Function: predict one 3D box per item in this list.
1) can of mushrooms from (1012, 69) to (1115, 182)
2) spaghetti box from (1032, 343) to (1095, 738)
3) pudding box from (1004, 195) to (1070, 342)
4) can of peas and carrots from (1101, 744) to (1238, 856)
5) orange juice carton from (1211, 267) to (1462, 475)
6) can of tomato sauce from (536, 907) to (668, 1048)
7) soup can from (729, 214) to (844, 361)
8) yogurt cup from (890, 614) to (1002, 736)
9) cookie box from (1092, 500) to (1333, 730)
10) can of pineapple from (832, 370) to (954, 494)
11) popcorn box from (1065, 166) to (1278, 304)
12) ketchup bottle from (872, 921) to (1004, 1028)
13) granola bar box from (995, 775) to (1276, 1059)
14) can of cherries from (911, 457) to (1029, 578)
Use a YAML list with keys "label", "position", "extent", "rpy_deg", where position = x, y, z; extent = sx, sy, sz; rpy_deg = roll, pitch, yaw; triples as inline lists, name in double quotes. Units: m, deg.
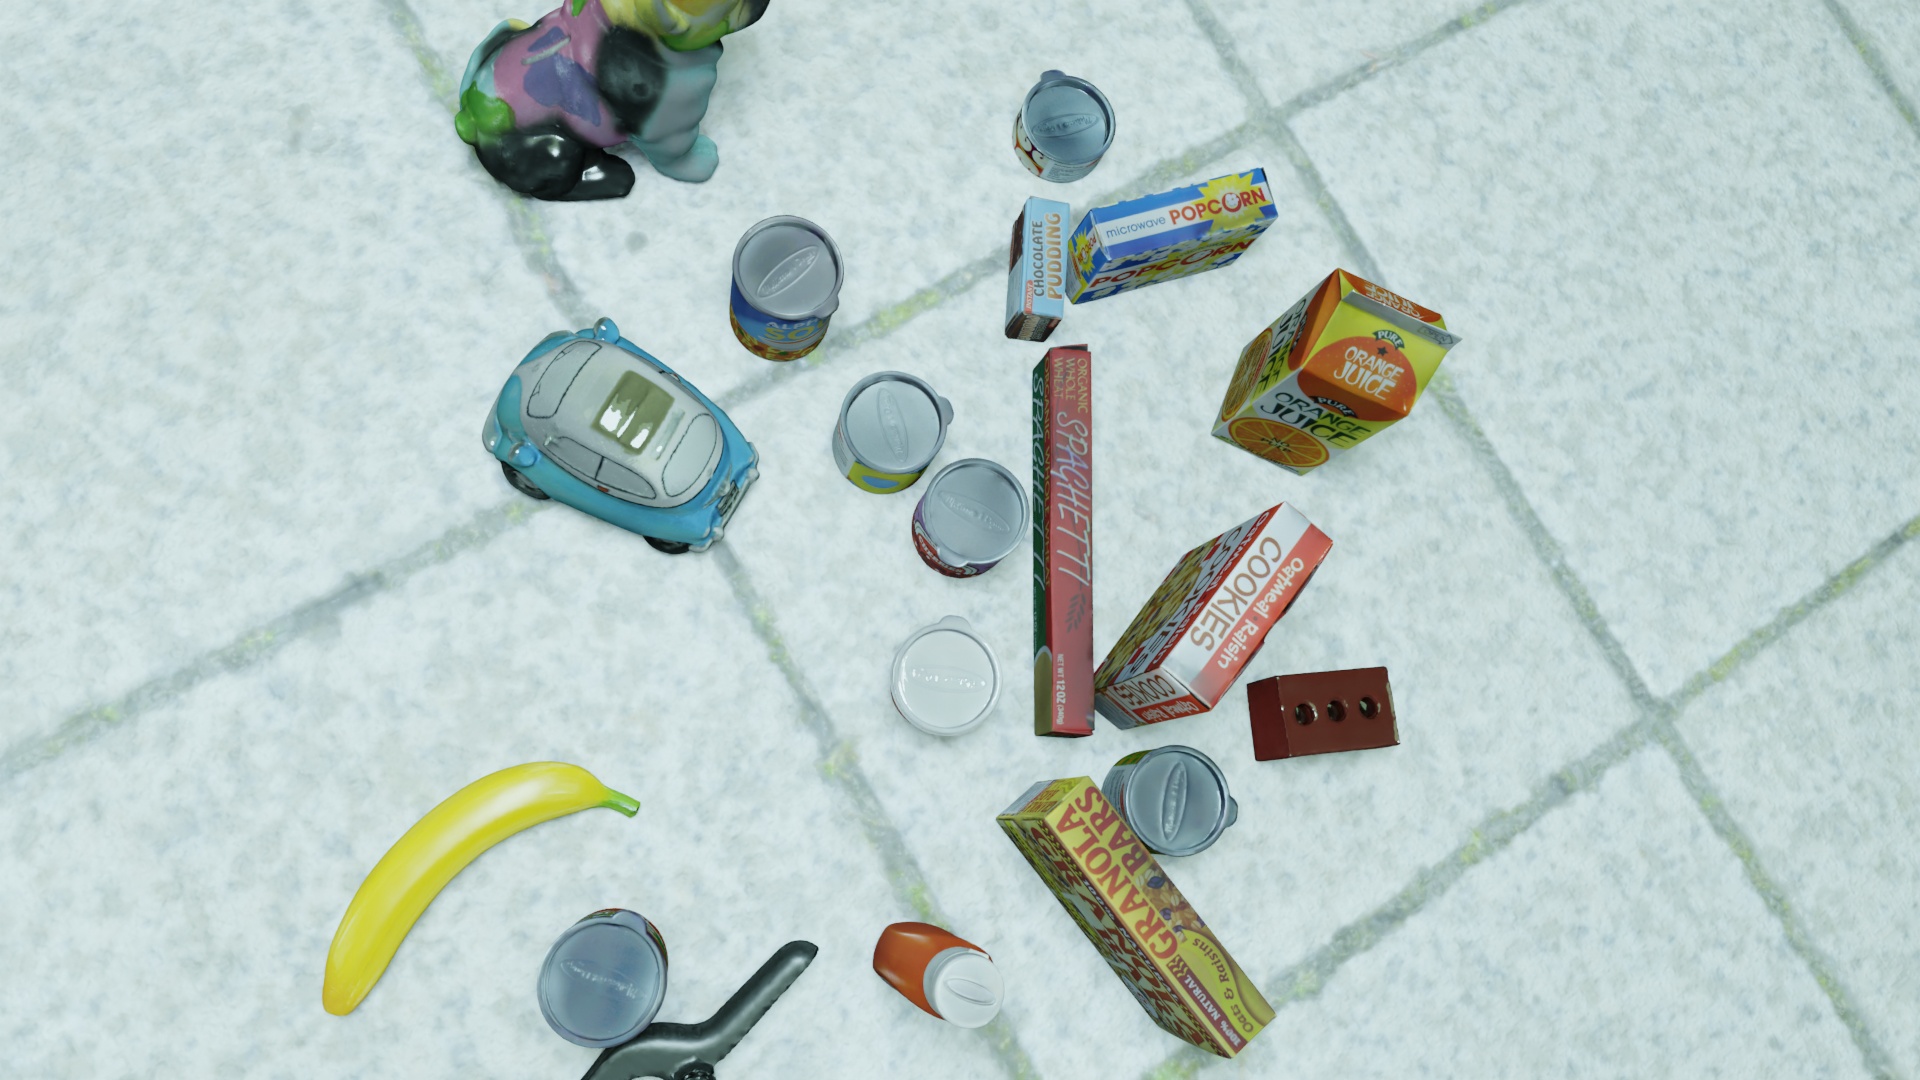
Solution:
- label: "can of mushrooms"
  position: [0.070, -0.284, 0.955]
  extent: [0.071, 0.033, 0.071]
  rpy_deg: [2, 78, -11]
- label: "spaghetti box"
  position: [0.065, 0.000, 0.885]
  extent: [0.029, 0.050, 0.250]
  rpy_deg: [3, 78, -10]
- label: "pudding box"
  position: [0.051, -0.179, 0.921]
  extent: [0.030, 0.049, 0.084]
  rpy_deg: [6, 77, -10]
- label: "can of peas and carrots"
  position: [0.128, 0.161, 0.858]
  extent: [0.071, 0.058, 0.071]
  rpy_deg: [2, 78, -11]
- label: "orange juice carton"
  position: [0.232, -0.107, 0.866]
  extent: [0.072, 0.192, 0.073]
  rpy_deg: [24, 75, -5]
- label: "can of tomato sauce"
  position: [-0.195, 0.237, 0.766]
  extent: [0.071, 0.083, 0.071]
  rpy_deg: [2, 78, -11]
- label: "soup can"
  position: [-0.108, -0.153, 0.866]
  extent: [0.071, 0.083, 0.071]
  rpy_deg: [2, 78, -11]
- label: "yogurt cup"
  position: [-0.013, 0.087, 0.849]
  extent: [0.072, 0.054, 0.072]
  rpy_deg: [2, 78, -11]
- label: "cookie box"
  position: [0.142, 0.050, 0.828]
  extent: [0.040, 0.167, 0.123]
  rpy_deg: [40, 74, -1]
- label: "can of pineapple"
  position: [-0.044, -0.067, 0.874]
  extent: [0.071, 0.057, 0.071]
  rpy_deg: [2, 78, -11]
- label: "popcorn box"
  position: [0.136, -0.201, 0.923]
  extent: [0.127, 0.085, 0.038]
  rpy_deg: [-17, 82, -14]
- label: "ketchup bottle"
  position: [-0.009, 0.240, 0.768]
  extent: [0.065, 0.148, 0.043]
  rpy_deg: [21, 76, -6]
- label: "granola bar box"
  position: [0.096, 0.215, 0.806]
  extent: [0.039, 0.124, 0.165]
  rpy_deg: [-38, 87, -16]
- label: "can of cherries"
  position: [0.003, -0.011, 0.871]
  extent: [0.071, 0.058, 0.071]
  rpy_deg: [2, 78, -11]
